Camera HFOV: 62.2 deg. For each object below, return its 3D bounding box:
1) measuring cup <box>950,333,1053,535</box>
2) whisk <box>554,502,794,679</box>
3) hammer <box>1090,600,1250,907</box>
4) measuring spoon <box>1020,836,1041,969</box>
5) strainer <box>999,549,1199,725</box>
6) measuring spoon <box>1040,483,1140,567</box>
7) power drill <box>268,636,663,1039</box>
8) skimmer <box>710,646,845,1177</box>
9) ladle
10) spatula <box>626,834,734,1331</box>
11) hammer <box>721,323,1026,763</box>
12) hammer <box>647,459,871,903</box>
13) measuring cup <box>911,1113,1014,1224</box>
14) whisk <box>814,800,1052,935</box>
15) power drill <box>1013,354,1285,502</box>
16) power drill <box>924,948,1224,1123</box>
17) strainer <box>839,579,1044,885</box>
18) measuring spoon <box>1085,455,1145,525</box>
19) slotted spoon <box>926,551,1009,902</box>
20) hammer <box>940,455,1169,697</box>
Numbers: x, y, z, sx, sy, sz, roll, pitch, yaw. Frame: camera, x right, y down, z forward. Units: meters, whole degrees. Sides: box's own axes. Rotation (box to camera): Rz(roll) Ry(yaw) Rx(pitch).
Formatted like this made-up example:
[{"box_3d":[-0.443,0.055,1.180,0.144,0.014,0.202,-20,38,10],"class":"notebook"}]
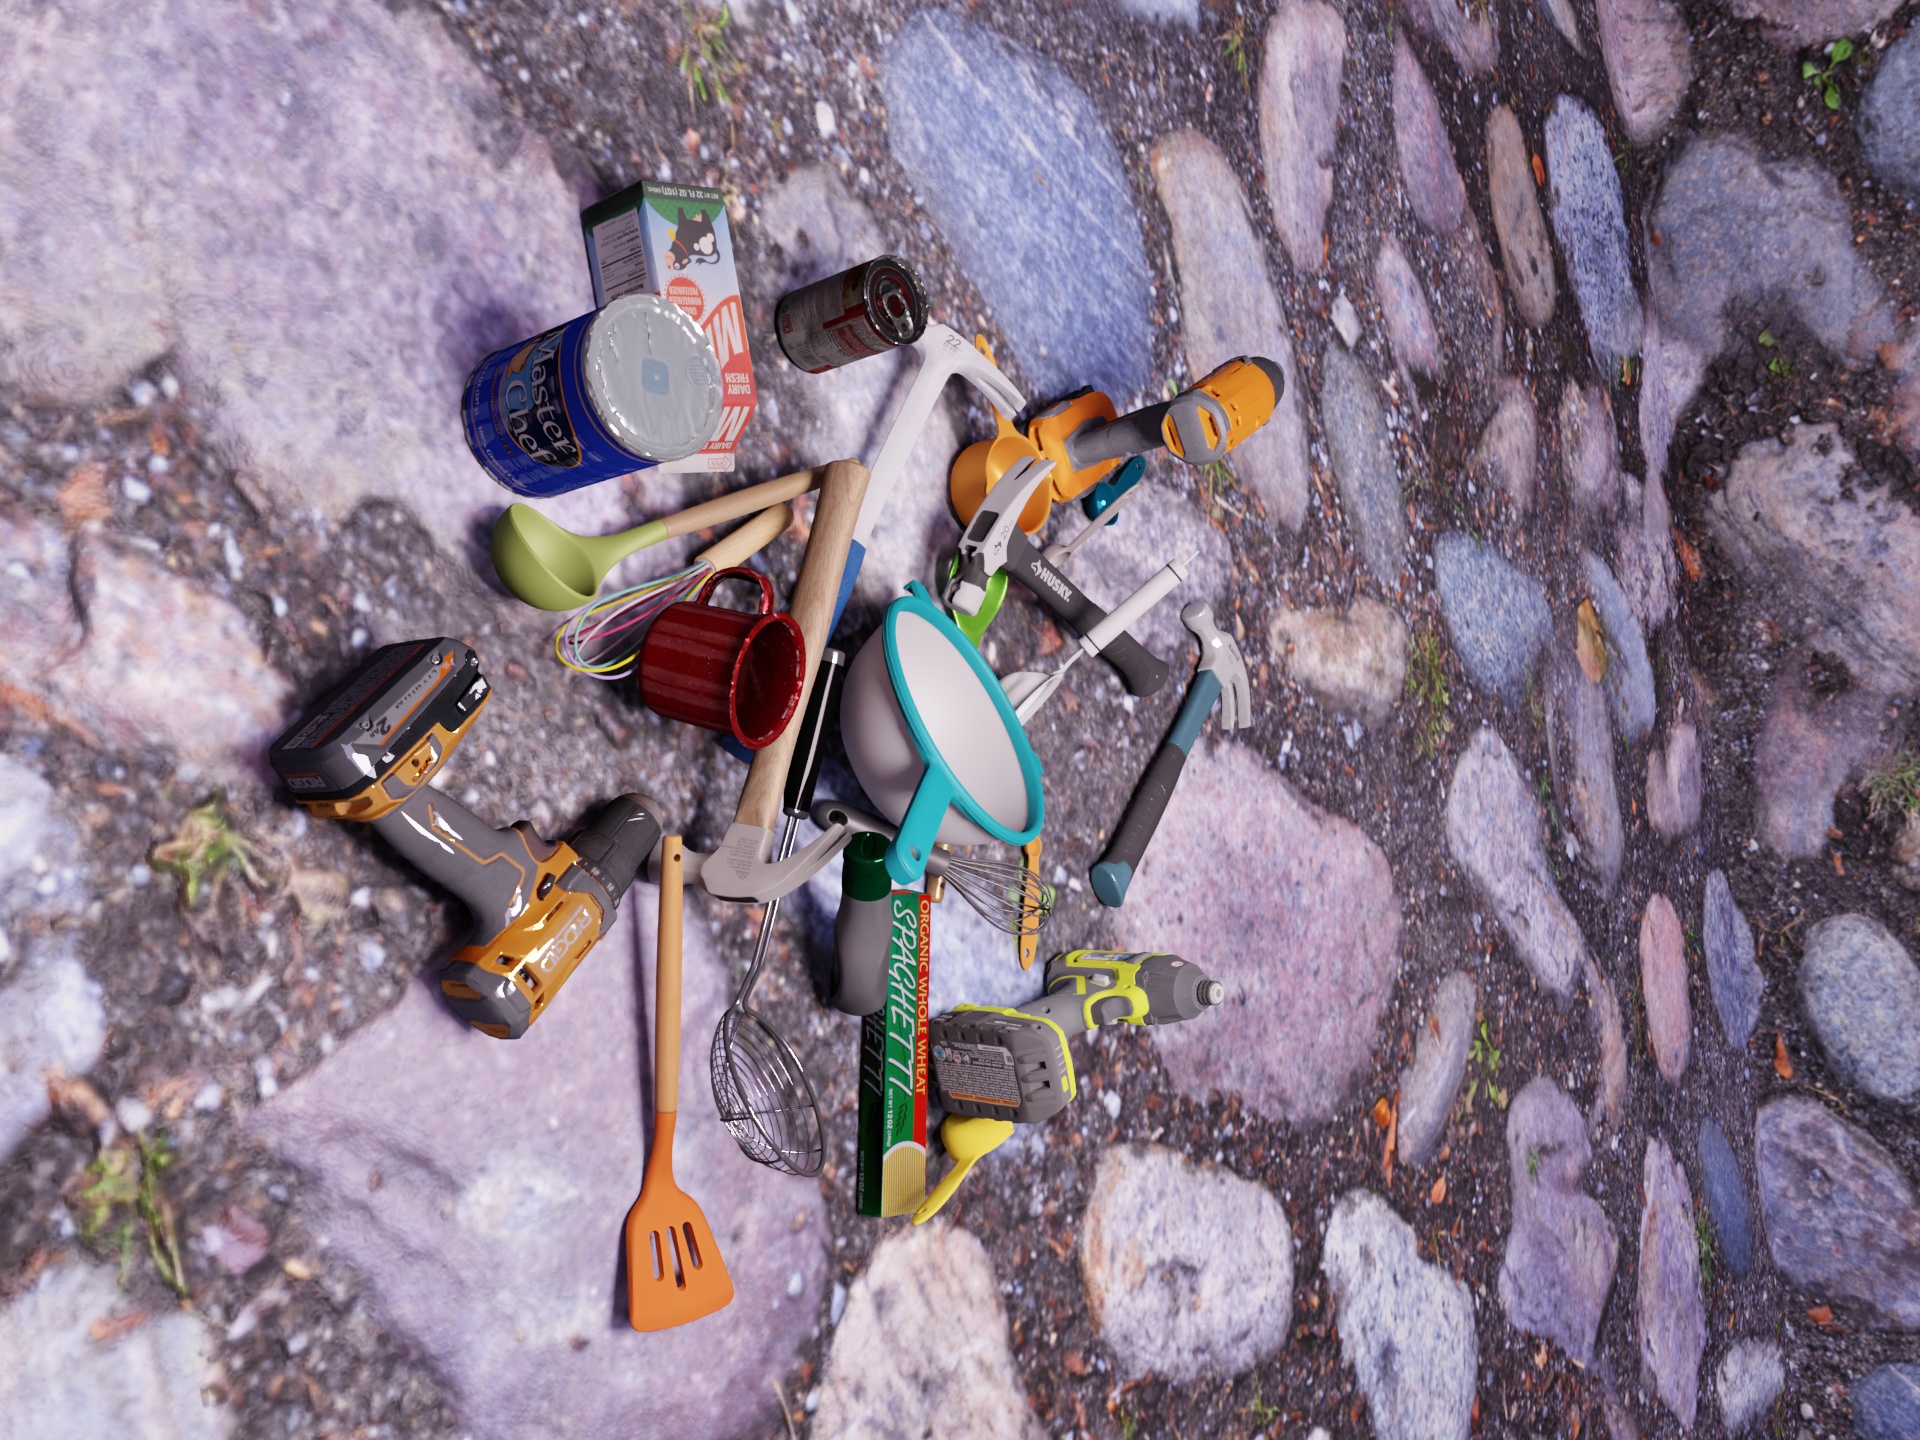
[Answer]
[{"box_3d":[0.021,-0.239,1.362,0.095,0.052,0.173,-22,100,-47],"class":"measuring cup"},{"box_3d":[-0.196,-0.099,1.117,0.245,0.047,0.051,-45,130,-45],"class":"whisk"},{"box_3d":[0.202,0.040,1.540,0.128,0.033,0.331,52,51,-29],"class":"hammer"},{"box_3d":[0.058,0.159,1.387,0.021,0.011,0.117,10,82,-48],"class":"measuring spoon"},{"box_3d":[0.102,-0.060,1.349,0.050,0.258,0.087,50,6,8],"class":"strainer"},{"box_3d":[0.111,-0.174,1.411,0.034,0.124,0.018,-9,63,-57],"class":"measuring spoon"},{"box_3d":[-0.284,0.055,0.974,0.185,0.084,0.226,-55,128,-39],"class":"power drill"},{"box_3d":[-0.103,0.130,1.122,0.127,0.090,0.363,34,68,-71],"class":"skimmer"},{"box_3d":[-0.182,-0.146,1.101,0.320,0.062,0.078,-27,77,-41],"class":"ladle"},{"box_3d":[-0.191,0.238,1.063,0.081,0.041,0.322,-1,94,-42],"class":"spatula"},{"box_3d":[-0.075,-0.143,1.229,0.144,0.035,0.406,28,66,-12],"class":"hammer"},{"box_3d":[-0.115,-0.032,1.120,0.031,0.130,0.331,56,45,-66],"class":"hammer"},{"box_3d":[-0.007,0.339,1.234,0.029,0.062,0.156,65,27,-4],"class":"measuring cup"},{"box_3d":[-0.018,0.116,1.264,0.238,0.055,0.055,27,65,-29],"class":"whisk"},{"box_3d":[0.171,-0.263,1.395,0.164,0.226,0.084,-38,114,-43],"class":"power drill"},{"box_3d":[0.094,0.246,1.298,0.223,0.171,0.080,-19,99,-44],"class":"power drill"},{"box_3d":[-0.039,0.043,1.164,0.211,0.095,0.340,56,21,-15],"class":"strainer"},{"box_3d":[0.148,-0.224,1.529,0.129,0.021,0.042,-50,122,-49],"class":"measuring spoon"},{"box_3d":[-0.002,-0.004,1.326,0.070,0.031,0.314,20,73,-45],"class":"slotted spoon"},{"box_3d":[0.105,-0.103,1.403,0.334,0.035,0.146,34,78,-52],"class":"hammer"}]
